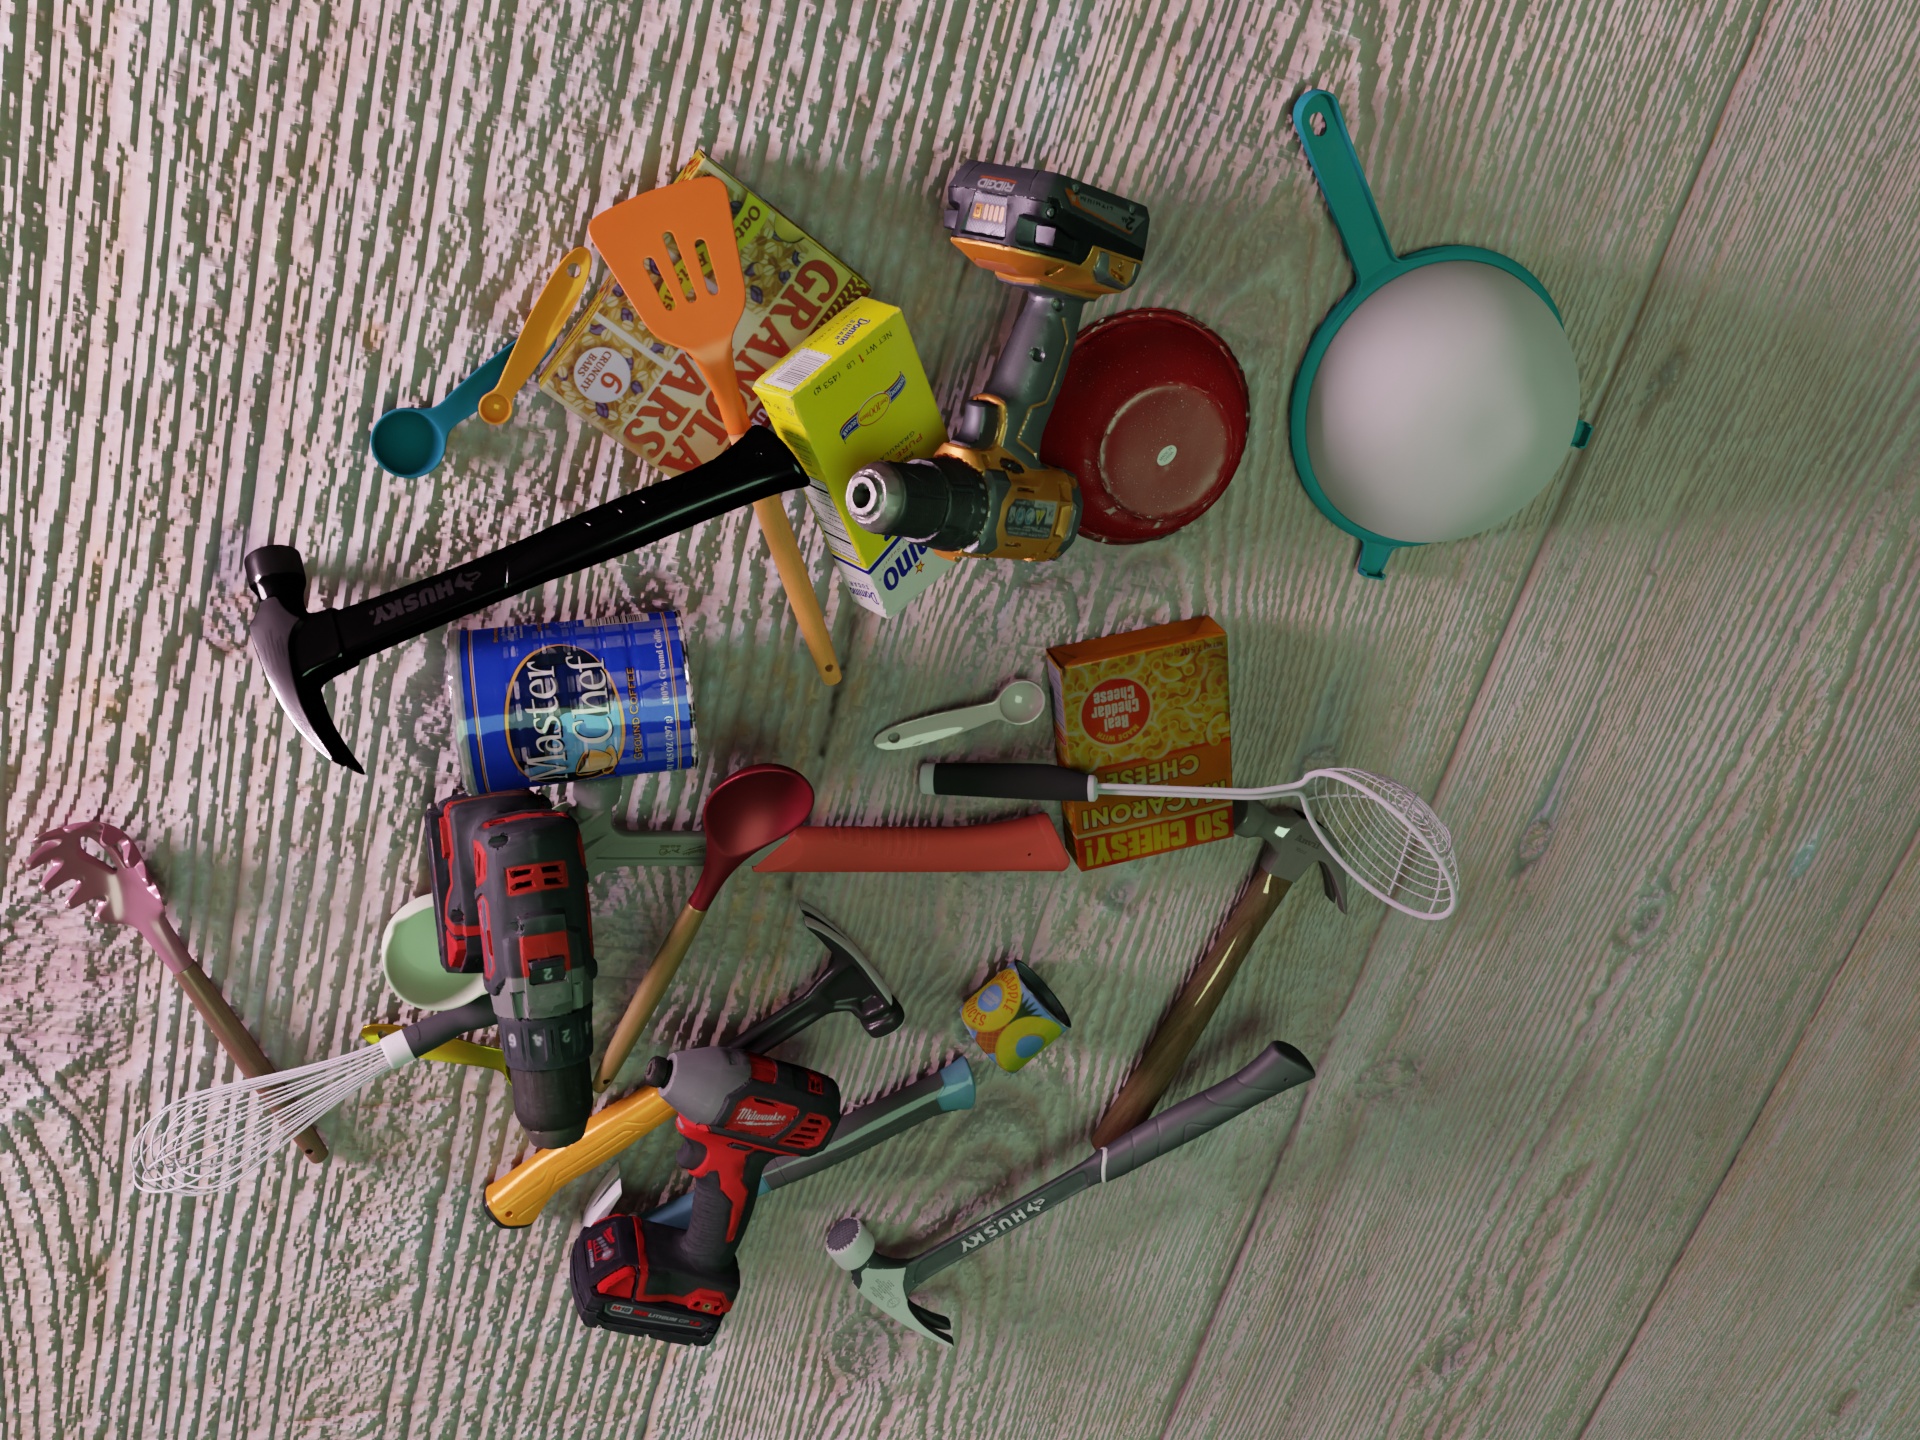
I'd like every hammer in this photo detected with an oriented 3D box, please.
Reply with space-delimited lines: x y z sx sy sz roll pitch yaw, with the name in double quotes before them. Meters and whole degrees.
"hammer" 0.101 0.373 1.284 0.409 0.036 0.149 -30 115 6
"hammer" -0.138 0.348 1.233 0.331 0.033 0.128 -25 121 -4
"hammer" -0.096 0.098 1.117 0.359 0.037 0.149 2 123 -19
"hammer" -0.245 -0.086 0.913 0.335 0.146 0.035 -21 163 3
"hammer" -0.211 0.267 1.172 0.337 0.034 0.127 -33 120 1
"hammer" 0.197 0.216 1.268 0.130 0.031 0.331 20 109 -23

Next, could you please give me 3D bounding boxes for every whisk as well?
"whisk" -0.407 0.236 1.063 0.284 0.070 0.070 -25 120 -19

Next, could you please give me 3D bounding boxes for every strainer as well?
"strainer" 0.305 -0.249 1.035 0.211 0.095 0.340 -33 121 1

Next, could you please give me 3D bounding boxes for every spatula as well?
"spatula" -0.125 -0.157 0.954 0.081 0.041 0.322 -22 125 -7

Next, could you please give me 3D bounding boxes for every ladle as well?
"ladle" -0.187 0.145 1.083 0.069 0.031 0.315 17 119 -28

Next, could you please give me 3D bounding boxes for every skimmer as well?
"skimmer" 0.147 0.074 1.075 0.363 0.090 0.127 3 150 10

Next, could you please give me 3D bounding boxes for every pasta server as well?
"pasta server" -0.500 0.186 1.047 0.060 0.040 0.316 -16 120 6

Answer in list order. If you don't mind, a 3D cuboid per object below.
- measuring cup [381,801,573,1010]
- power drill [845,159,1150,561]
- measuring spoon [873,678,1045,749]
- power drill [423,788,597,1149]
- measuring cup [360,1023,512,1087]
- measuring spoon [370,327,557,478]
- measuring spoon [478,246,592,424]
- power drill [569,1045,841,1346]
"measuring cup" -0.321 0.118 1.073 0.083 0.038 0.167 43 81 -28
"power drill" 0.018 -0.204 0.931 0.185 0.084 0.226 -5 112 -51
"measuring spoon" -0.002 -0.004 1.115 0.124 0.018 0.034 -16 119 -1
"power drill" -0.263 0.136 0.951 0.080 0.227 0.188 -7 98 -23
"measuring cup" -0.342 0.229 1.126 0.156 0.029 0.062 13 108 -9
"measuring spoon" -0.292 -0.192 0.938 0.128 0.021 0.042 -39 125 -6
"measuring spoon" -0.248 -0.225 0.928 0.021 0.011 0.117 28 94 -39
"power drill" -0.193 0.334 1.149 0.143 0.079 0.219 22 104 -25
